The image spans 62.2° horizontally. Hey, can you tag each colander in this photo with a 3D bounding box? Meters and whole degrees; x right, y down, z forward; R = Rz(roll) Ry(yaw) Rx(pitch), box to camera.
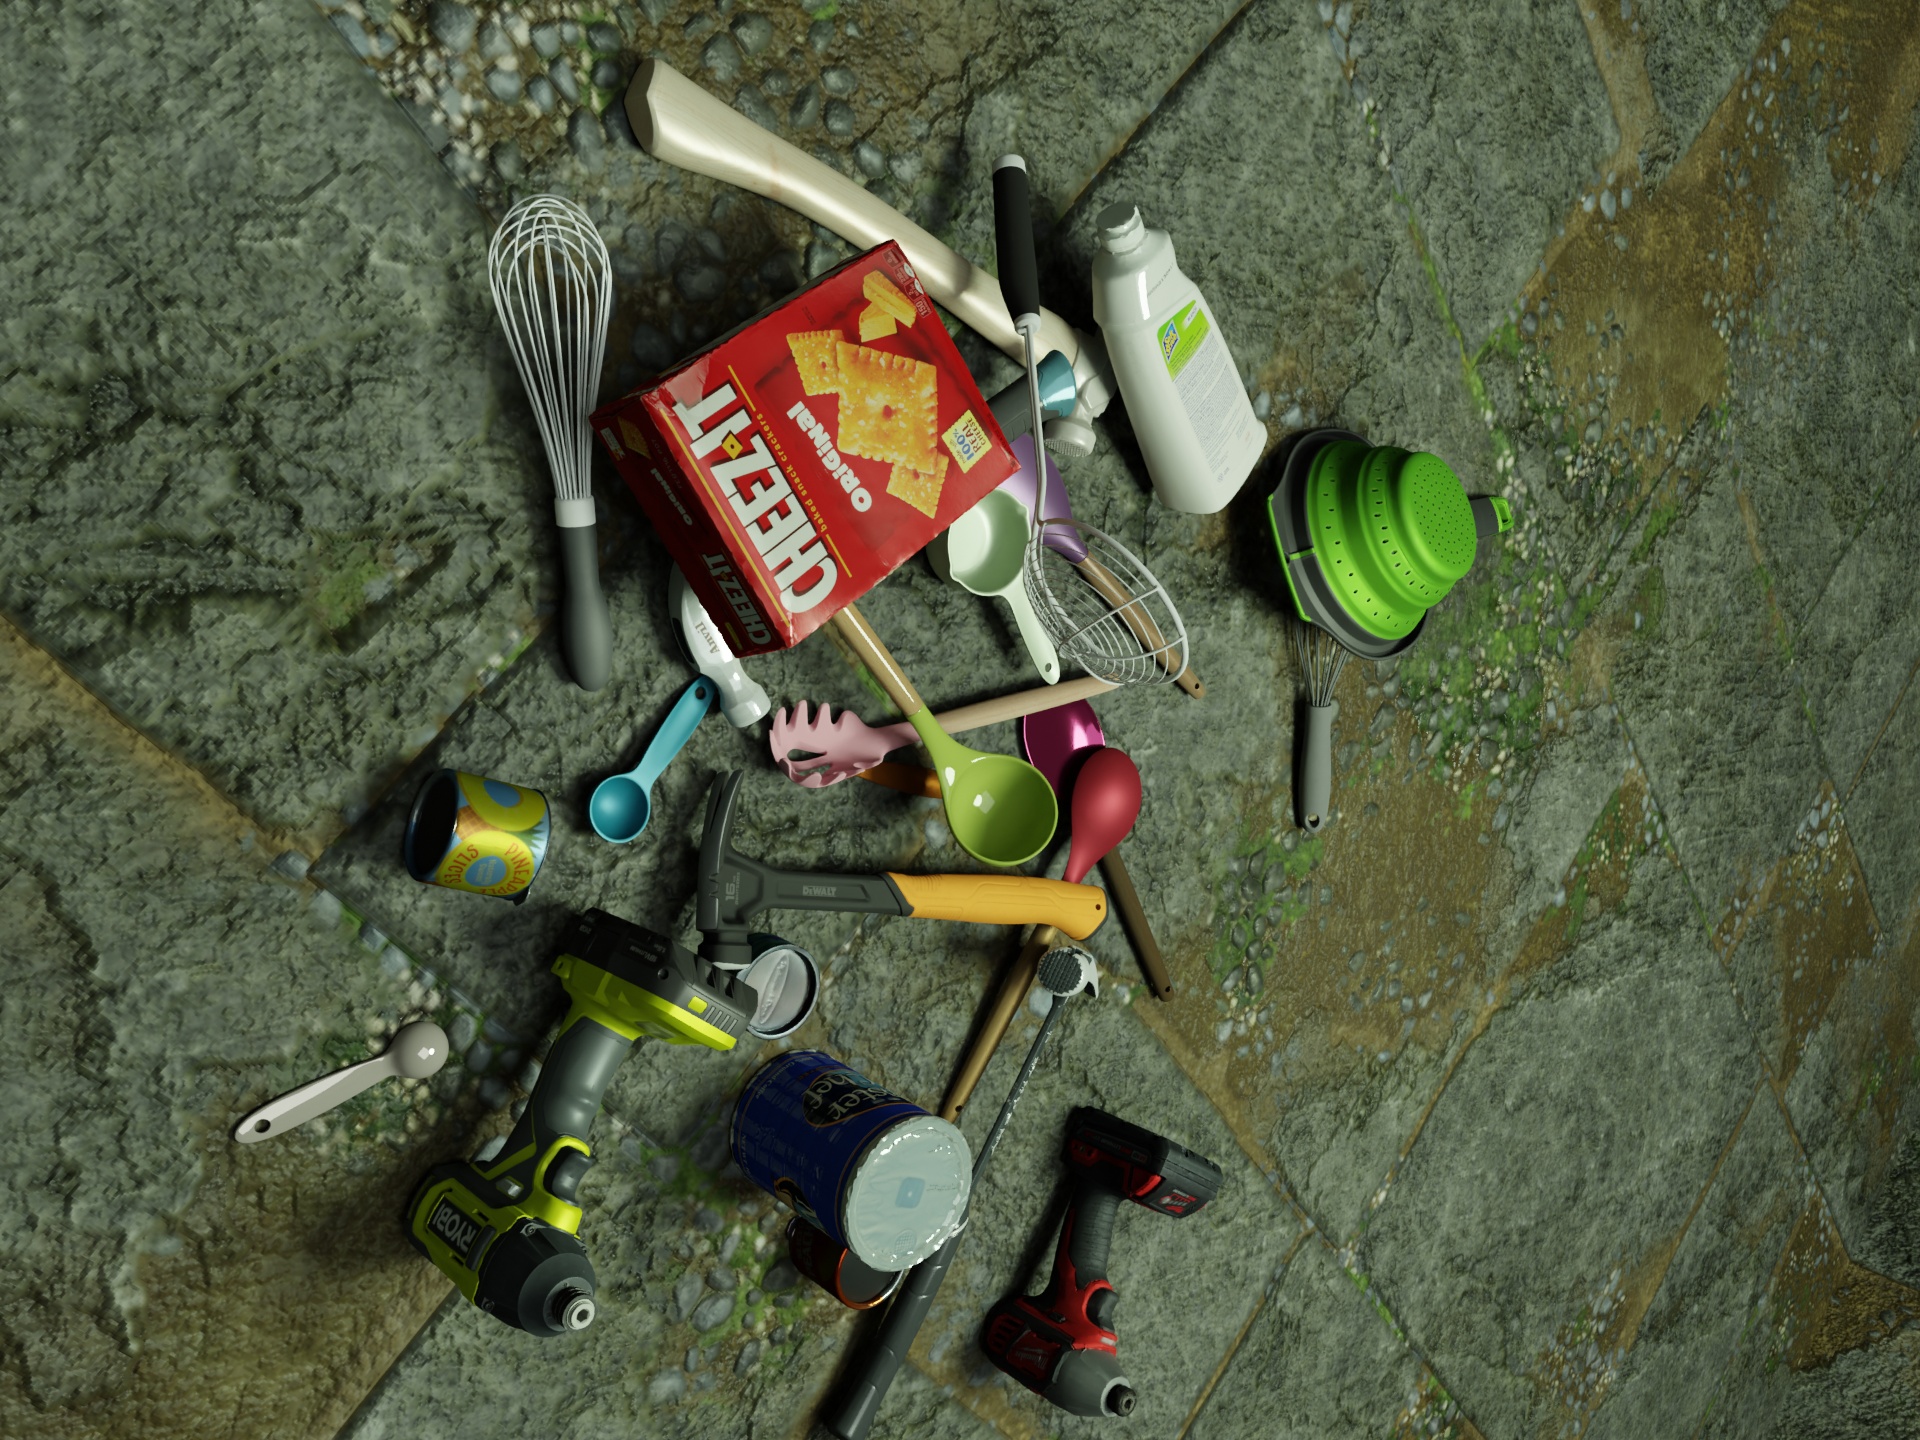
[{"bbox_3d":[0.419,-0.174,1.384,0.397,0.094,0.204,-15,88,-45],"label":"colander"}]

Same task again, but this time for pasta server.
[{"bbox_3d":[-0.002,-0.004,1.127,0.316,0.040,0.060,-14,63,-36],"label":"pasta server"}]

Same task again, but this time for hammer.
[{"bbox_3d":[-0.028,0.114,1.105,0.336,0.034,0.127,9,78,-37],"label":"hammer"},{"bbox_3d":[-0.049,-0.141,1.042,0.331,0.033,0.128,-38,116,-19],"label":"hammer"},{"bbox_3d":[0.003,0.355,1.192,0.409,0.036,0.149,-63,165,-2],"label":"hammer"},{"bbox_3d":[-0.034,-0.319,1.043,0.410,0.038,0.146,22,84,-40],"label":"hammer"}]

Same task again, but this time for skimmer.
[{"bbox_3d":[0.077,-0.199,1.025,0.090,0.127,0.363,-2,75,-14],"label":"skimmer"}]

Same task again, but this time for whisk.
[{"bbox_3d":[0.317,-0.013,1.396,0.055,0.055,0.239,-14,113,-37],"label":"whisk"},{"bbox_3d":[-0.223,-0.152,0.910,0.070,0.070,0.284,-16,114,-37],"label":"whisk"}]

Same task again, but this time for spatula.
[{"bbox_3d":[0.106,-0.112,1.215,0.060,0.018,0.315,-53,127,-11],"label":"spatula"}]

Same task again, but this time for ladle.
[{"bbox_3d":[0.061,0.166,1.220,0.069,0.031,0.315,30,86,-33],"label":"ladle"},{"bbox_3d":[-0.037,-0.026,1.026,0.078,0.062,0.319,-49,122,-22],"label":"ladle"}]

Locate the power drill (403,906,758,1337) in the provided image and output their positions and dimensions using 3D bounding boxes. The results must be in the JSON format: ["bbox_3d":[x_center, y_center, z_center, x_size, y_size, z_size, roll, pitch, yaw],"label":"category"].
[{"bbox_3d":[-0.217,0.233,0.922,0.080,0.171,0.223,40,71,-38],"label":"power drill"}]

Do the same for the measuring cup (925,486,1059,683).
[{"bbox_3d":[0.028,-0.094,1.142,0.083,0.038,0.167,-44,125,-24],"label":"measuring cup"}]

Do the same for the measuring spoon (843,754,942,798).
[{"bbox_3d":[-0.041,0.041,1.129,0.116,0.011,0.021,15,90,-41],"label":"measuring spoon"}]

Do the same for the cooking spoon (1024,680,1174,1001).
[{"bbox_3d":[0.118,0.106,1.271,0.069,0.017,0.318,-37,120,-23],"label":"cooking spoon"}]

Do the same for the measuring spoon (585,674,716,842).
[{"bbox_3d":[-0.194,0.021,0.999,0.042,0.021,0.129,48,59,-31],"label":"measuring spoon"}]

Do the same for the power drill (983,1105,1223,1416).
[{"bbox_3d":[0.114,0.432,1.257,0.078,0.143,0.220,35,75,-36],"label":"power drill"}]

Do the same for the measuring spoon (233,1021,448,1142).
[{"bbox_3d":[-0.348,0.210,0.904,0.124,0.018,0.034,-24,114,-33],"label":"measuring spoon"}]
